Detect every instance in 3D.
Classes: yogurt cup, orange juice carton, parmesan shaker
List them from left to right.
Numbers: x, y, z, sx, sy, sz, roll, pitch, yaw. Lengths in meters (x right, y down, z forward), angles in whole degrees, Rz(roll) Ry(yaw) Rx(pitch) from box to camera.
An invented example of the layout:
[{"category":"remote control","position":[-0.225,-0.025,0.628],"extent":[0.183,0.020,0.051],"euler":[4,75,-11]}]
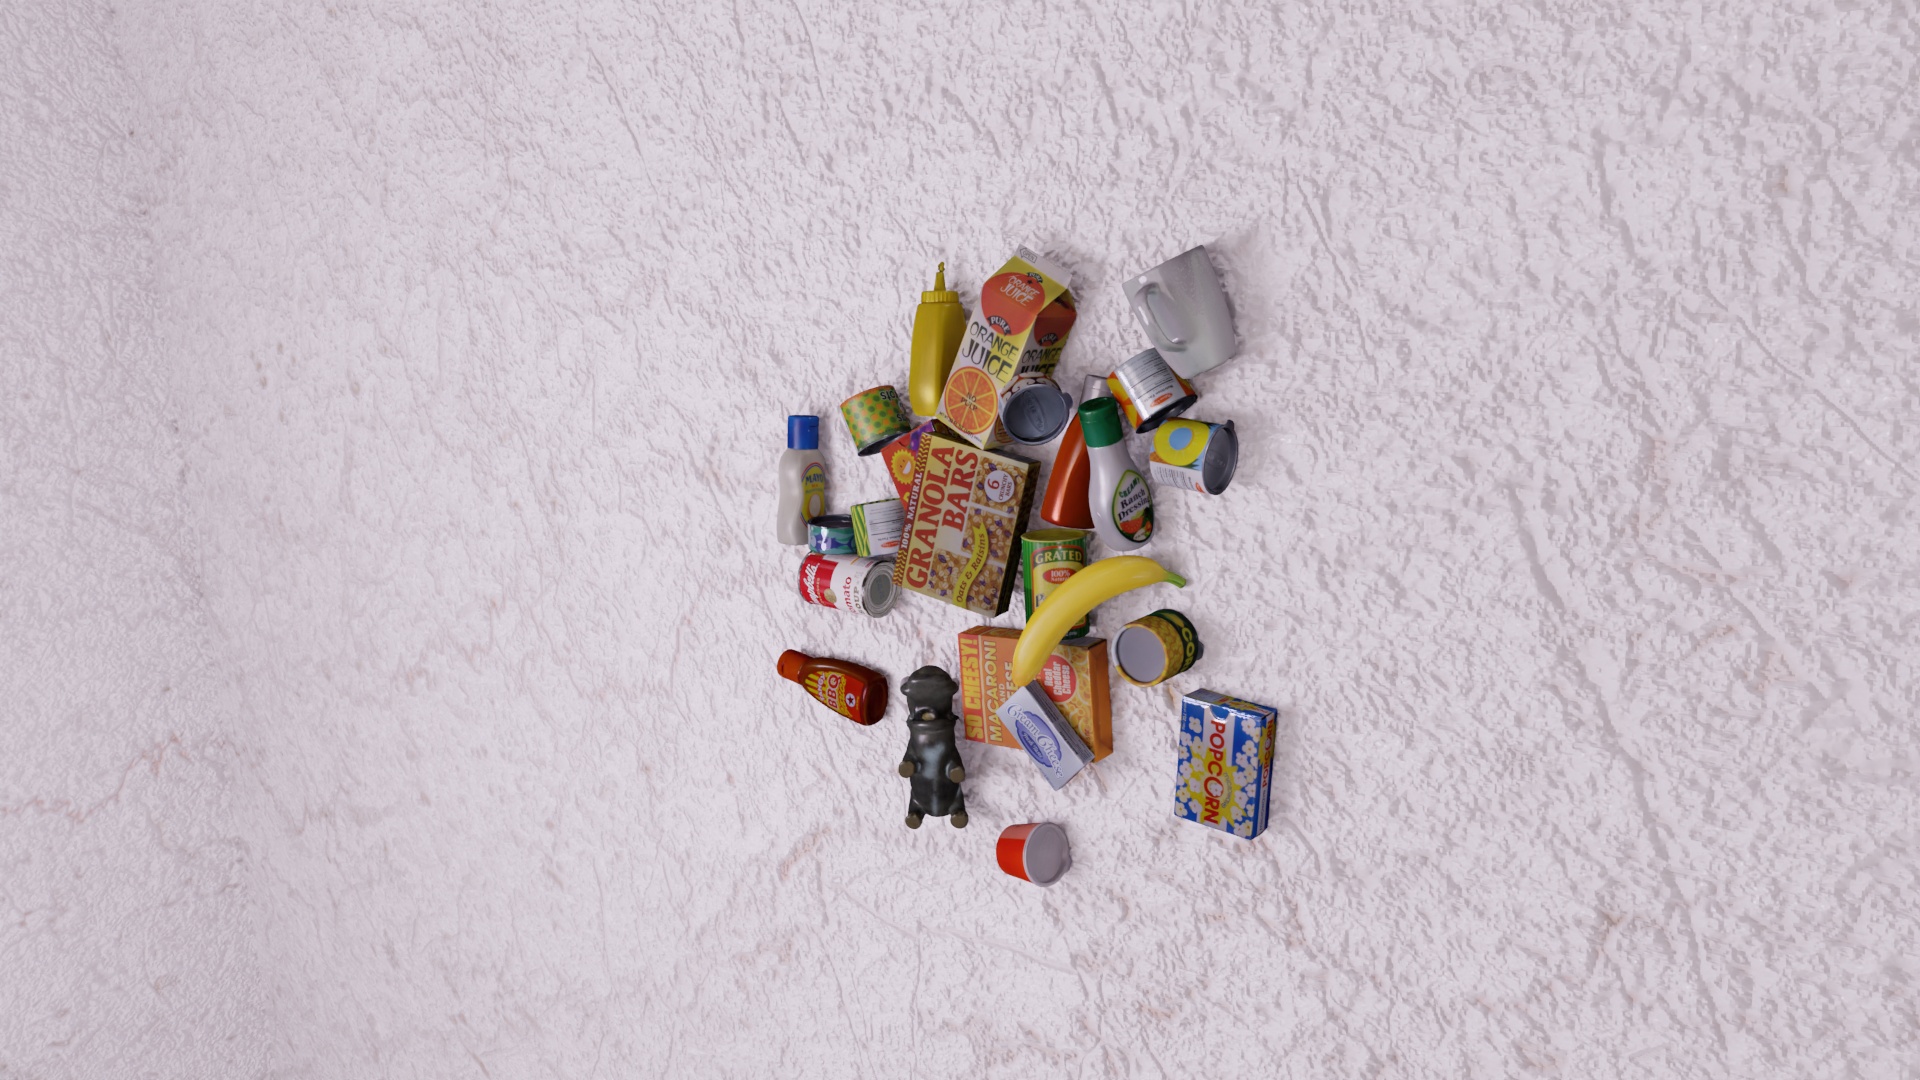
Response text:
[{"category":"orange juice carton","position":[0.051,-0.193,1.384],"extent":[0.072,0.073,0.191],"euler":[37,120,28]},{"category":"yogurt cup","position":[0.075,0.333,1.485],"extent":[0.054,0.072,0.072],"euler":[-6,96,47]},{"category":"parmesan shaker","position":[0.099,0.044,1.403],"extent":[0.071,0.071,0.103],"euler":[5,103,38]}]

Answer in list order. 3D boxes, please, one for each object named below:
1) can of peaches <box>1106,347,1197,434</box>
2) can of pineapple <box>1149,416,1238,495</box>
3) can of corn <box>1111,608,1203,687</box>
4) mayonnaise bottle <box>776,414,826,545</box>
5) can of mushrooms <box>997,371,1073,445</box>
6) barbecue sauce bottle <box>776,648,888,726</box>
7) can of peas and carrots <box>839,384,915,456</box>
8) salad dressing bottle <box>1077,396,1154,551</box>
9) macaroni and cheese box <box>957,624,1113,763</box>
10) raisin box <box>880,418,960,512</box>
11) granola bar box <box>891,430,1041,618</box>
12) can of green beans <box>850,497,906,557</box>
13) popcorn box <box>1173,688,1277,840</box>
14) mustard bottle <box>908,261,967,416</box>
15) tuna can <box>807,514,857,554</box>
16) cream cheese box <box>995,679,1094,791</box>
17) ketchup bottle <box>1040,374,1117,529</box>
[{"category":"can of peaches","position":[0.178,-0.141,1.299],"extent":[0.071,0.071,0.058],"euler":[-38,76,38]},{"category":"can of pineapple","position":[0.216,-0.080,1.281],"extent":[0.058,0.071,0.070],"euler":[14,108,36]},{"category":"can of corn","position":[0.190,0.105,1.345],"extent":[0.071,0.058,0.071],"euler":[10,106,37]},{"category":"mayonnaise bottle","position":[-0.183,-0.070,1.608],"extent":[0.041,0.065,0.147],"euler":[8,101,34]},{"category":"can of mushrooms","position":[0.073,-0.129,1.347],"extent":[0.033,0.071,0.070],"euler":[-108,34,-58]},{"category":"barbecue sauce bottle","position":[-0.153,0.167,1.645],"extent":[0.148,0.044,0.064],"euler":[18,112,35]},{"category":"can of peas and carrots","position":[-0.090,-0.132,1.517],"extent":[0.070,0.071,0.059],"euler":[-28,81,39]},{"category":"salad dressing bottle","position":[0.146,-0.063,1.324],"extent":[0.044,0.064,0.147],"euler":[14,128,51]},{"category":"macaroni and cheese box","position":[0.078,0.159,1.460],"extent":[0.166,0.040,0.123],"euler":[4,102,38]},{"category":"raisin box","position":[-0.026,-0.060,1.496],"extent":[0.086,0.040,0.123],"euler":[-29,81,40]},{"category":"granola bar box","position":[0.005,-0.018,1.431],"extent":[0.124,0.039,0.165],"euler":[18,105,22]},{"category":"can of green beans","position":[-0.086,-0.015,1.537],"extent":[0.071,0.071,0.057],"euler":[-5,96,39]},{"category":"popcorn box","position":[0.253,0.214,1.331],"extent":[0.085,0.038,0.126],"euler":[13,108,38]},{"category":"mustard bottle","position":[-0.021,-0.209,1.448],"extent":[0.049,0.065,0.160],"euler":[5,97,36]},{"category":"tuna can","position":[-0.139,-0.007,1.583],"extent":[0.071,0.071,0.032],"euler":[12,108,37]},{"category":"cream cheese box","position":[0.086,0.198,1.419],"extent":[0.104,0.024,0.053],"euler":[52,125,16]},{"category":"ketchup bottle","position":[0.123,-0.086,1.358],"extent":[0.043,0.065,0.148],"euler":[24,105,44]}]
